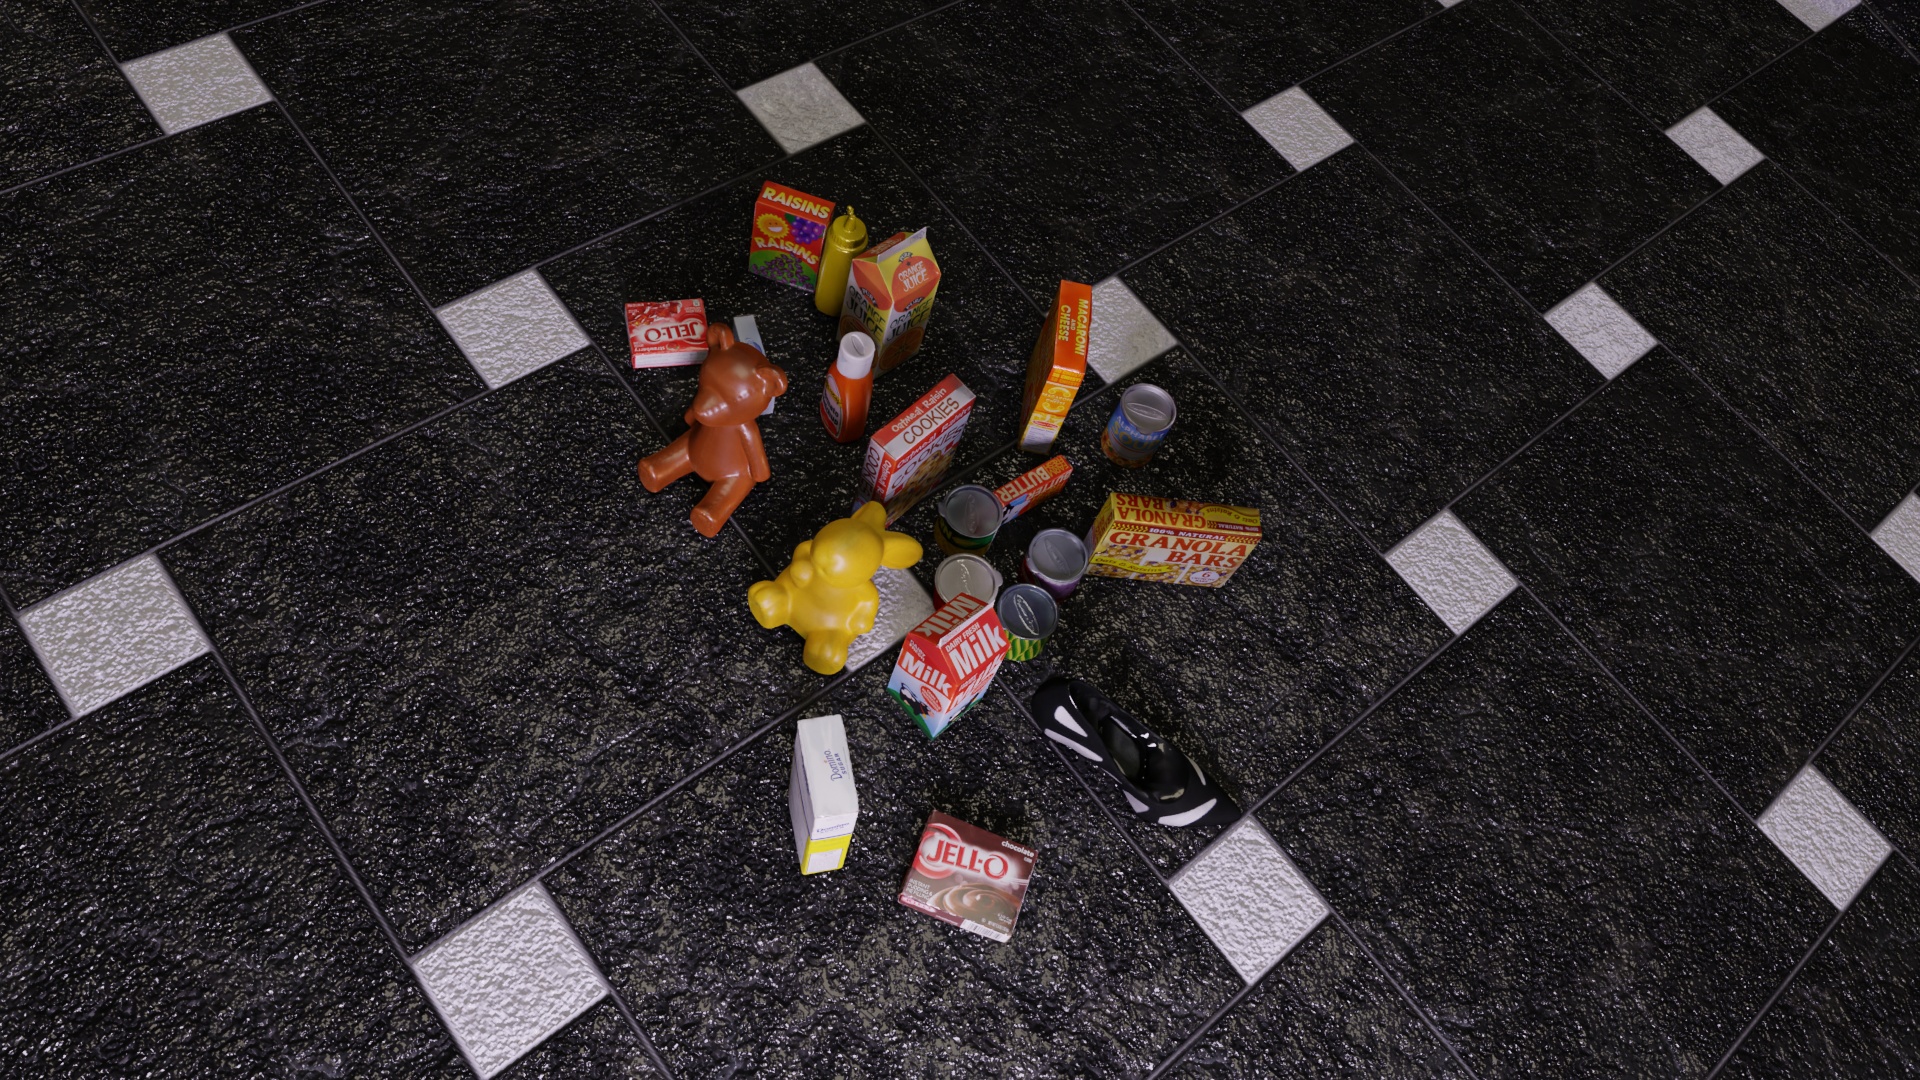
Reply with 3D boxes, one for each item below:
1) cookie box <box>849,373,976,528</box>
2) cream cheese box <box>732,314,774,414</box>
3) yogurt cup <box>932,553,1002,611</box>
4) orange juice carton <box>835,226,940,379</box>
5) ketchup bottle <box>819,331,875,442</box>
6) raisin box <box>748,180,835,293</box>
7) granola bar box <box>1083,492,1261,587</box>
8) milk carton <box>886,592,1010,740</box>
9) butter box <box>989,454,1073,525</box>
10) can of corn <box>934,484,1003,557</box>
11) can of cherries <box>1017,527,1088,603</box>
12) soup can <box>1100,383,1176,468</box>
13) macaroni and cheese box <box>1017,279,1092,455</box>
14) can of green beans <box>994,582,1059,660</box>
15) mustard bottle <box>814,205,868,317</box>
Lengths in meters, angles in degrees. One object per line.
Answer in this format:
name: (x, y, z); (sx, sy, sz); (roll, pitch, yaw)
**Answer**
cookie box: (-0.053, -0.088, 1.471); (0.040, 0.166, 0.123); (42, 61, 11)
cream cheese box: (-0.232, -0.197, 1.557); (0.024, 0.053, 0.104); (-11, 64, -19)
yogurt cup: (0.002, 0.055, 1.469); (0.072, 0.053, 0.073); (6, 60, -10)
orange juice carton: (-0.080, -0.272, 1.554); (0.072, 0.191, 0.073); (-35, 74, -27)
ketchup bottle: (-0.121, -0.170, 1.512); (0.044, 0.148, 0.065); (-19, 67, -22)
raisin box: (-0.196, -0.351, 1.611); (0.086, 0.122, 0.040); (19, 59, -2)
granola bar box: (0.227, 0.002, 1.510); (0.166, 0.123, 0.039); (6, 60, -10)
milk carton: (-0.011, 0.117, 1.352); (0.072, 0.189, 0.073); (-36, 74, -27)
butter box: (0.075, -0.054, 1.548); (0.104, 0.053, 0.024); (-29, 71, -26)
can of corn: (0.005, -0.019, 1.509); (0.071, 0.058, 0.071); (6, 60, -10)
can of cherries: (0.097, 0.029, 1.503); (0.071, 0.058, 0.072); (6, 60, -10)
soup can: (0.204, -0.129, 1.602); (0.071, 0.083, 0.071); (6, 60, -10)
macaroni and cheese box: (0.107, -0.193, 1.568); (0.040, 0.165, 0.124); (11, 60, -7)
can of green beans: (0.065, 0.086, 1.464); (0.071, 0.057, 0.071); (6, 60, -10)
mustard bottle: (-0.134, -0.324, 1.589); (0.049, 0.159, 0.065); (17, 59, -4)
